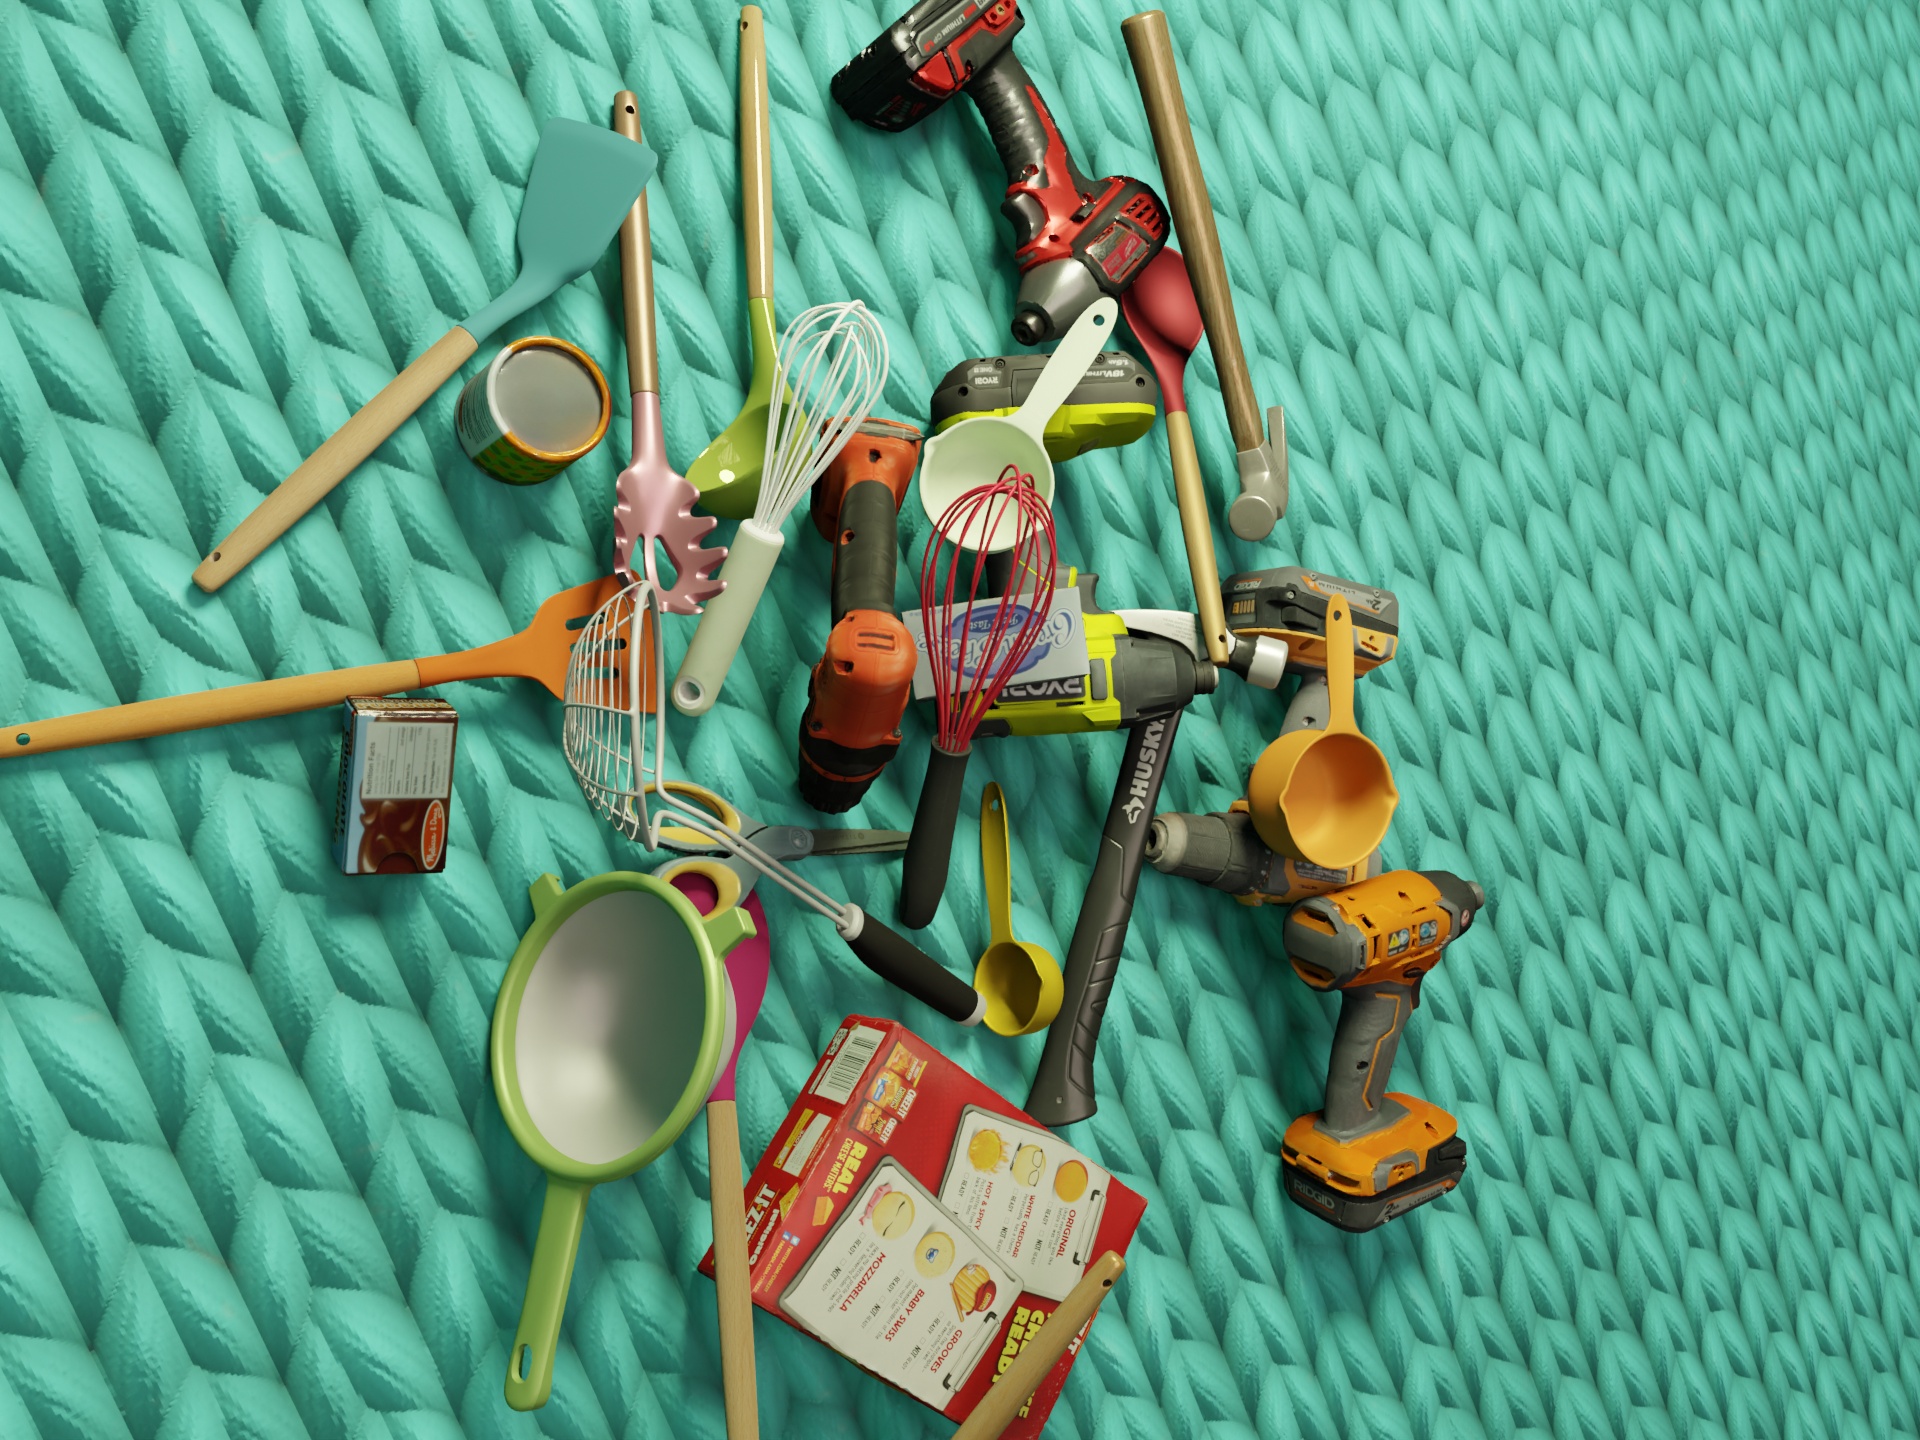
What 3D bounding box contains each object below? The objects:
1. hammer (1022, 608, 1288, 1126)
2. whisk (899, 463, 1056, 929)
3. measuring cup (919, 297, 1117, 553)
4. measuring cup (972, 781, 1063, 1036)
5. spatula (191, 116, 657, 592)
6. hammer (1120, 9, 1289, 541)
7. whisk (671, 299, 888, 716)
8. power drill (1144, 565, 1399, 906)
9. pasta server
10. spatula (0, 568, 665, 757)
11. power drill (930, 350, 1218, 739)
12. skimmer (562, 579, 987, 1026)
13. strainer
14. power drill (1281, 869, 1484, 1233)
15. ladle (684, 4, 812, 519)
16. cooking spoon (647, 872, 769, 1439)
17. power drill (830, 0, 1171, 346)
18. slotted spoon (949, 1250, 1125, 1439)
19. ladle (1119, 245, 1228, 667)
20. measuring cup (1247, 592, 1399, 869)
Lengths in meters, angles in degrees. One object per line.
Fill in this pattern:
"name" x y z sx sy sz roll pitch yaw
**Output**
"hammer" 0.093 0.090 0.995 0.146 0.035 0.335 15 83 4
"whisk" -0.001 -0.003 0.876 0.073 0.073 0.295 -10 127 -33
"measuring cup" 0.039 -0.170 0.914 0.083 0.038 0.167 34 85 -1
"measuring cup" 0.033 0.114 0.974 0.029 0.062 0.157 11 68 -42
"spatula" -0.274 -0.186 0.805 0.317 0.082 0.044 -53 154 -22
"hammer" 0.162 -0.289 1.039 0.130 0.031 0.331 -52 127 -61
"whisk" -0.101 -0.107 0.841 0.058 0.059 0.246 29 111 5
"power drill" 0.210 0.013 1.079 0.185 0.084 0.226 10 84 -30
"pasta server" -0.168 -0.202 0.855 0.060 0.040 0.316 2 74 -31
"spatula" -0.296 -0.017 0.788 0.322 0.041 0.081 -12 92 -29
"power drill" 0.064 -0.103 0.968 0.171 0.080 0.223 -4 85 -3
"skimmer" -0.075 0.068 0.838 0.362 0.090 0.127 42 29 -38
"strainer" -0.169 0.206 0.788 0.069 0.151 0.256 24 73 -54
"power drill" 0.292 0.211 1.074 0.164 0.084 0.226 -11 107 -33
"ladle" -0.123 -0.268 0.909 0.062 0.078 0.320 13 71 -55
"cooking spoon" -0.122 0.223 0.822 0.068 0.017 0.319 2 65 -23
"power drill" 0.029 -0.347 1.001 0.219 0.078 0.143 49 62 -19
"slotted spoon" -0.011 0.413 0.857 0.070 0.031 0.314 39 89 -23
"ladle" 0.147 -0.177 1.040 0.069 0.031 0.316 6 63 -23
"measuring cup" 0.227 0.007 1.018 0.095 0.052 0.173 0 90 -27
